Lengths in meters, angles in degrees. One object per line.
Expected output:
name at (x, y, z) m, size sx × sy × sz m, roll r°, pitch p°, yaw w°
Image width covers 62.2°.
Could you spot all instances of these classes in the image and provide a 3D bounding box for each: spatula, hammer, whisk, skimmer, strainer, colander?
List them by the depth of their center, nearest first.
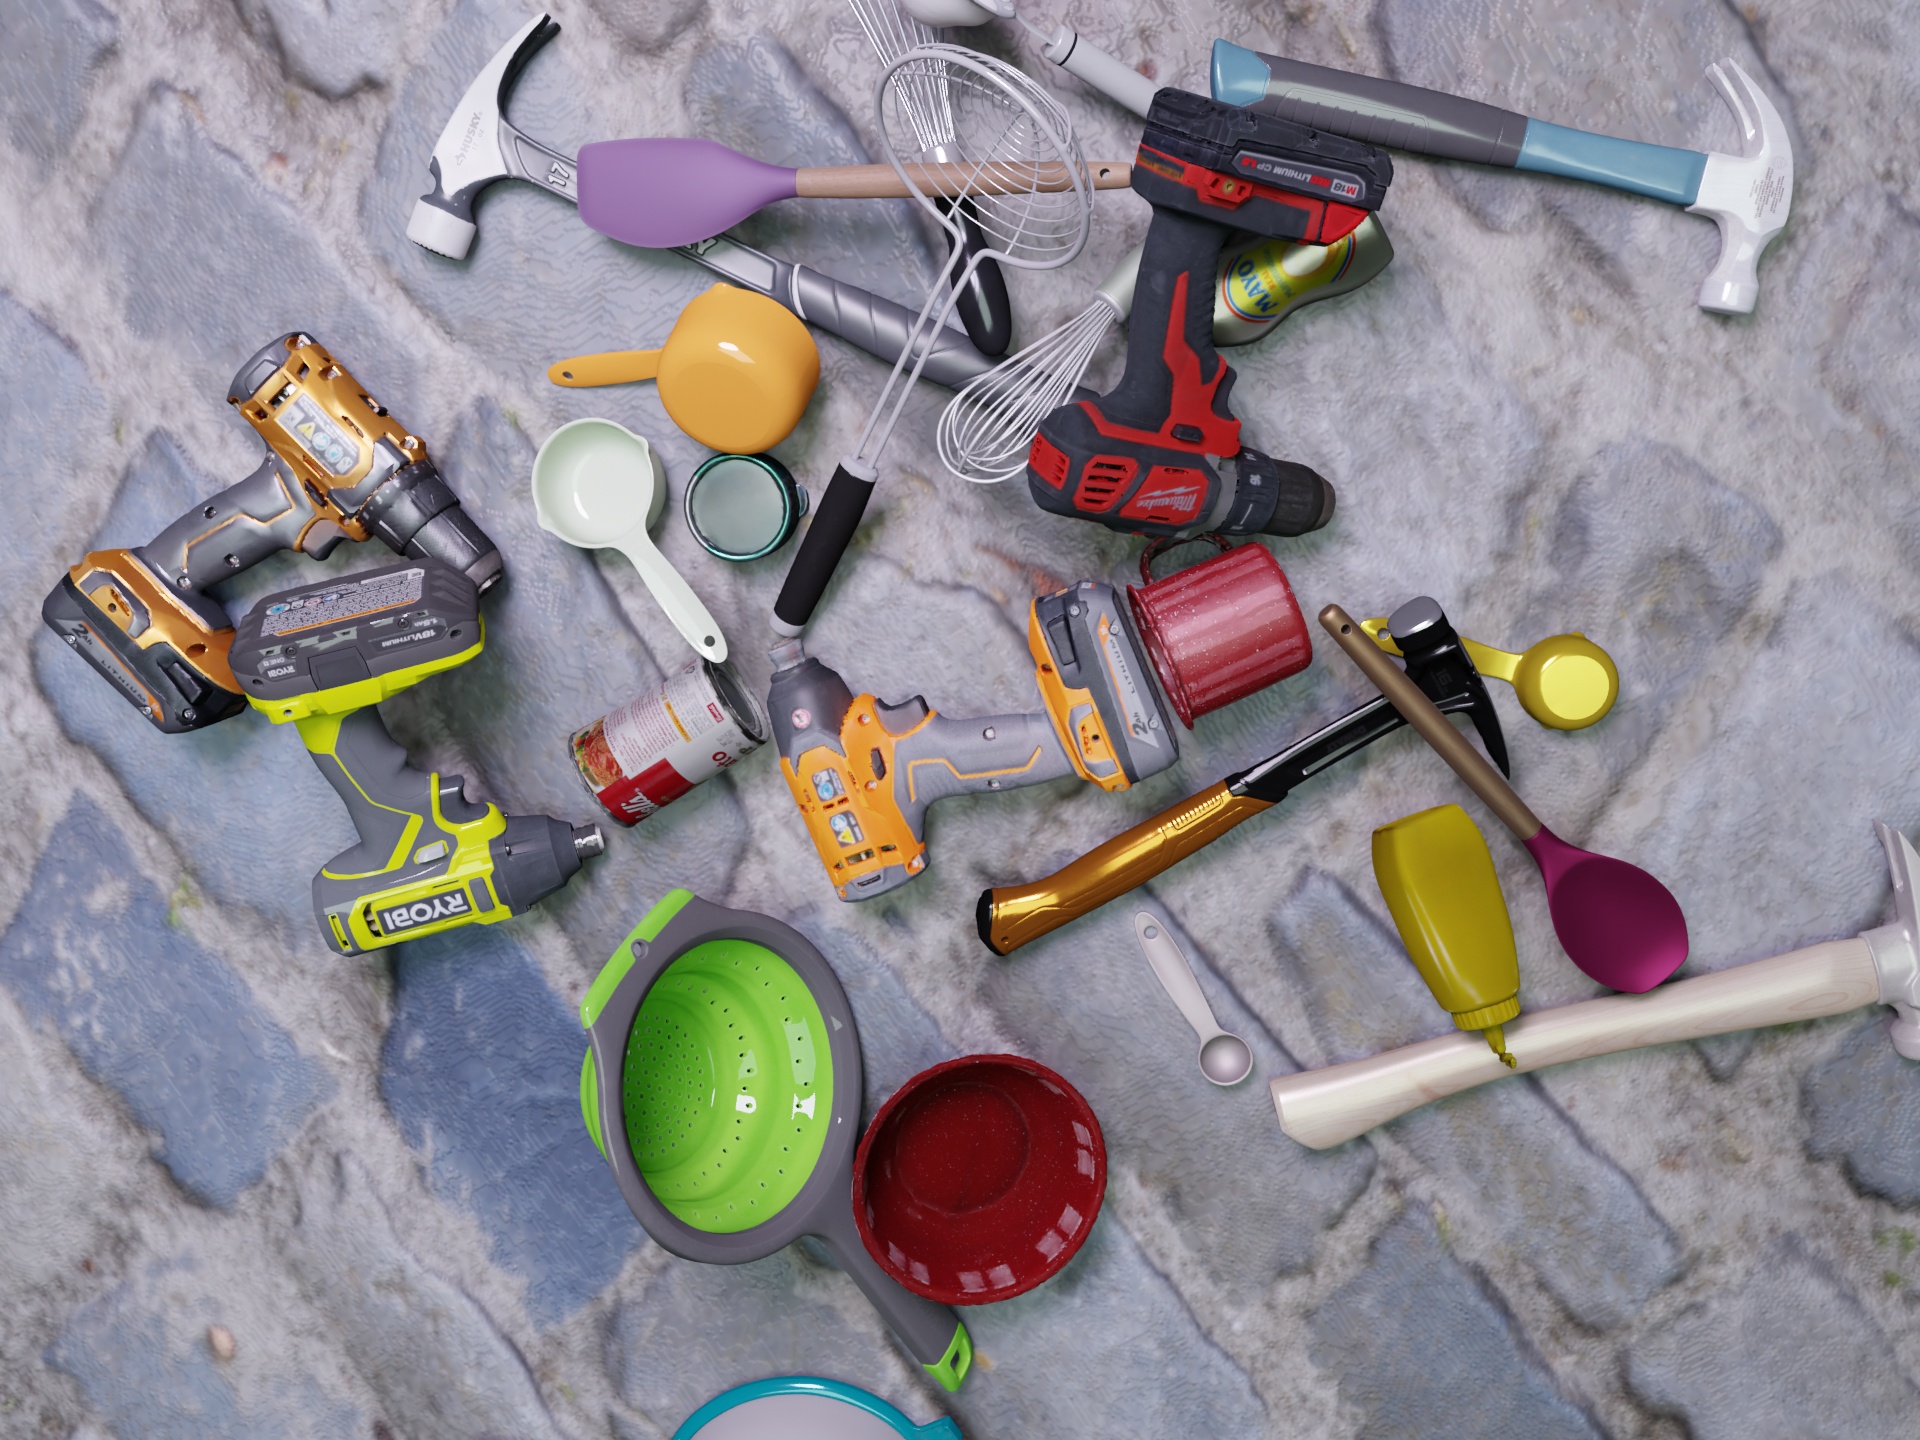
skimmer at (-0.044, -0.177, 0.847) m, size 0.127 × 0.090 × 0.363 m, roll 35°, pitch 123°, yaw 7°
strainer at (0.046, -0.365, 0.856) m, size 0.258 × 0.087 × 0.050 m, roll 21°, pitch 127°, yaw -25°
spatula at (-0.064, -0.292, 0.870) m, size 0.316 × 0.018 × 0.059 m, roll 2°, pitch 101°, yaw 12°
whisk at (-0.017, -0.342, 0.885) m, size 0.070 × 0.070 × 0.284 m, roll -16°, pitch 97°, yaw 6°
hammer at (0.299, -0.325, 0.891) m, size 0.331 × 0.033 × 0.128 m, roll 13°, pitch 102°, yaw 1°
whisk at (0.079, -0.227, 0.894) m, size 0.059 × 0.057 × 0.246 m, roll 41°, pitch 84°, yaw 15°
hammer at (-0.109, -0.263, 0.926) m, size 0.409 × 0.036 × 0.149 m, roll 25°, pitch 100°, yaw -2°
hammer at (0.160, 0.058, 0.960) m, size 0.337 × 0.034 × 0.127 m, roll -30°, pitch 118°, yaw 13°
hammer at (0.392, 0.180, 0.979) m, size 0.410 × 0.038 × 0.146 m, roll -15°, pitch 98°, yaw 6°
colander at (-0.121, 0.284, 0.997) m, size 0.094 × 0.205 × 0.396 m, roll -12°, pitch 120°, yaw 39°
strainer at (-0.172, 0.540, 1.048) m, size 0.340 × 0.095 × 0.211 m, roll 10°, pitch 101°, yaw 0°

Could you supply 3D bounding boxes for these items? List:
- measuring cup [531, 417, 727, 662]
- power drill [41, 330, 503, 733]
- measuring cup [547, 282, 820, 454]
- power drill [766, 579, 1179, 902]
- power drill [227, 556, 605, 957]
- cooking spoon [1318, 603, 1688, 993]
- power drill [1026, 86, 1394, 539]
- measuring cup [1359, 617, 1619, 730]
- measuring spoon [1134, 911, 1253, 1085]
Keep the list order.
measuring cup at (-0.186, -0.104, 0.947) m, size 0.083 × 0.038 × 0.167 m, roll -36°, pitch 89°, yaw 10°
power drill at (-0.404, -0.091, 0.954) m, size 0.226 × 0.084 × 0.185 m, roll -44°, pitch 97°, yaw 5°
measuring cup at (-0.169, -0.193, 0.917) m, size 0.173 × 0.052 × 0.095 m, roll -2°, pitch 137°, yaw 17°
power drill at (-0.002, -0.003, 0.946) m, size 0.226 × 0.084 × 0.164 m, roll -22°, pitch 98°, yaw 11°
power drill at (-0.318, 0.025, 0.940) m, size 0.171 × 0.080 × 0.223 m, roll -15°, pitch 122°, yaw -9°
cooking spoon at (0.312, 0.046, 0.914) m, size 0.069 × 0.017 × 0.318 m, roll -44°, pitch 105°, yaw 9°
power drill at (0.149, -0.202, 0.854) m, size 0.187 × 0.080 × 0.226 m, roll 5°, pitch 116°, yaw -26°
measuring cup at (0.315, -0.034, 0.946) m, size 0.156 × 0.029 × 0.062 m, roll 15°, pitch 101°, yaw 0°
measuring spoon at (0.144, 0.173, 1.005) m, size 0.034 × 0.018 × 0.124 m, roll -30°, pitch 91°, yaw 8°
